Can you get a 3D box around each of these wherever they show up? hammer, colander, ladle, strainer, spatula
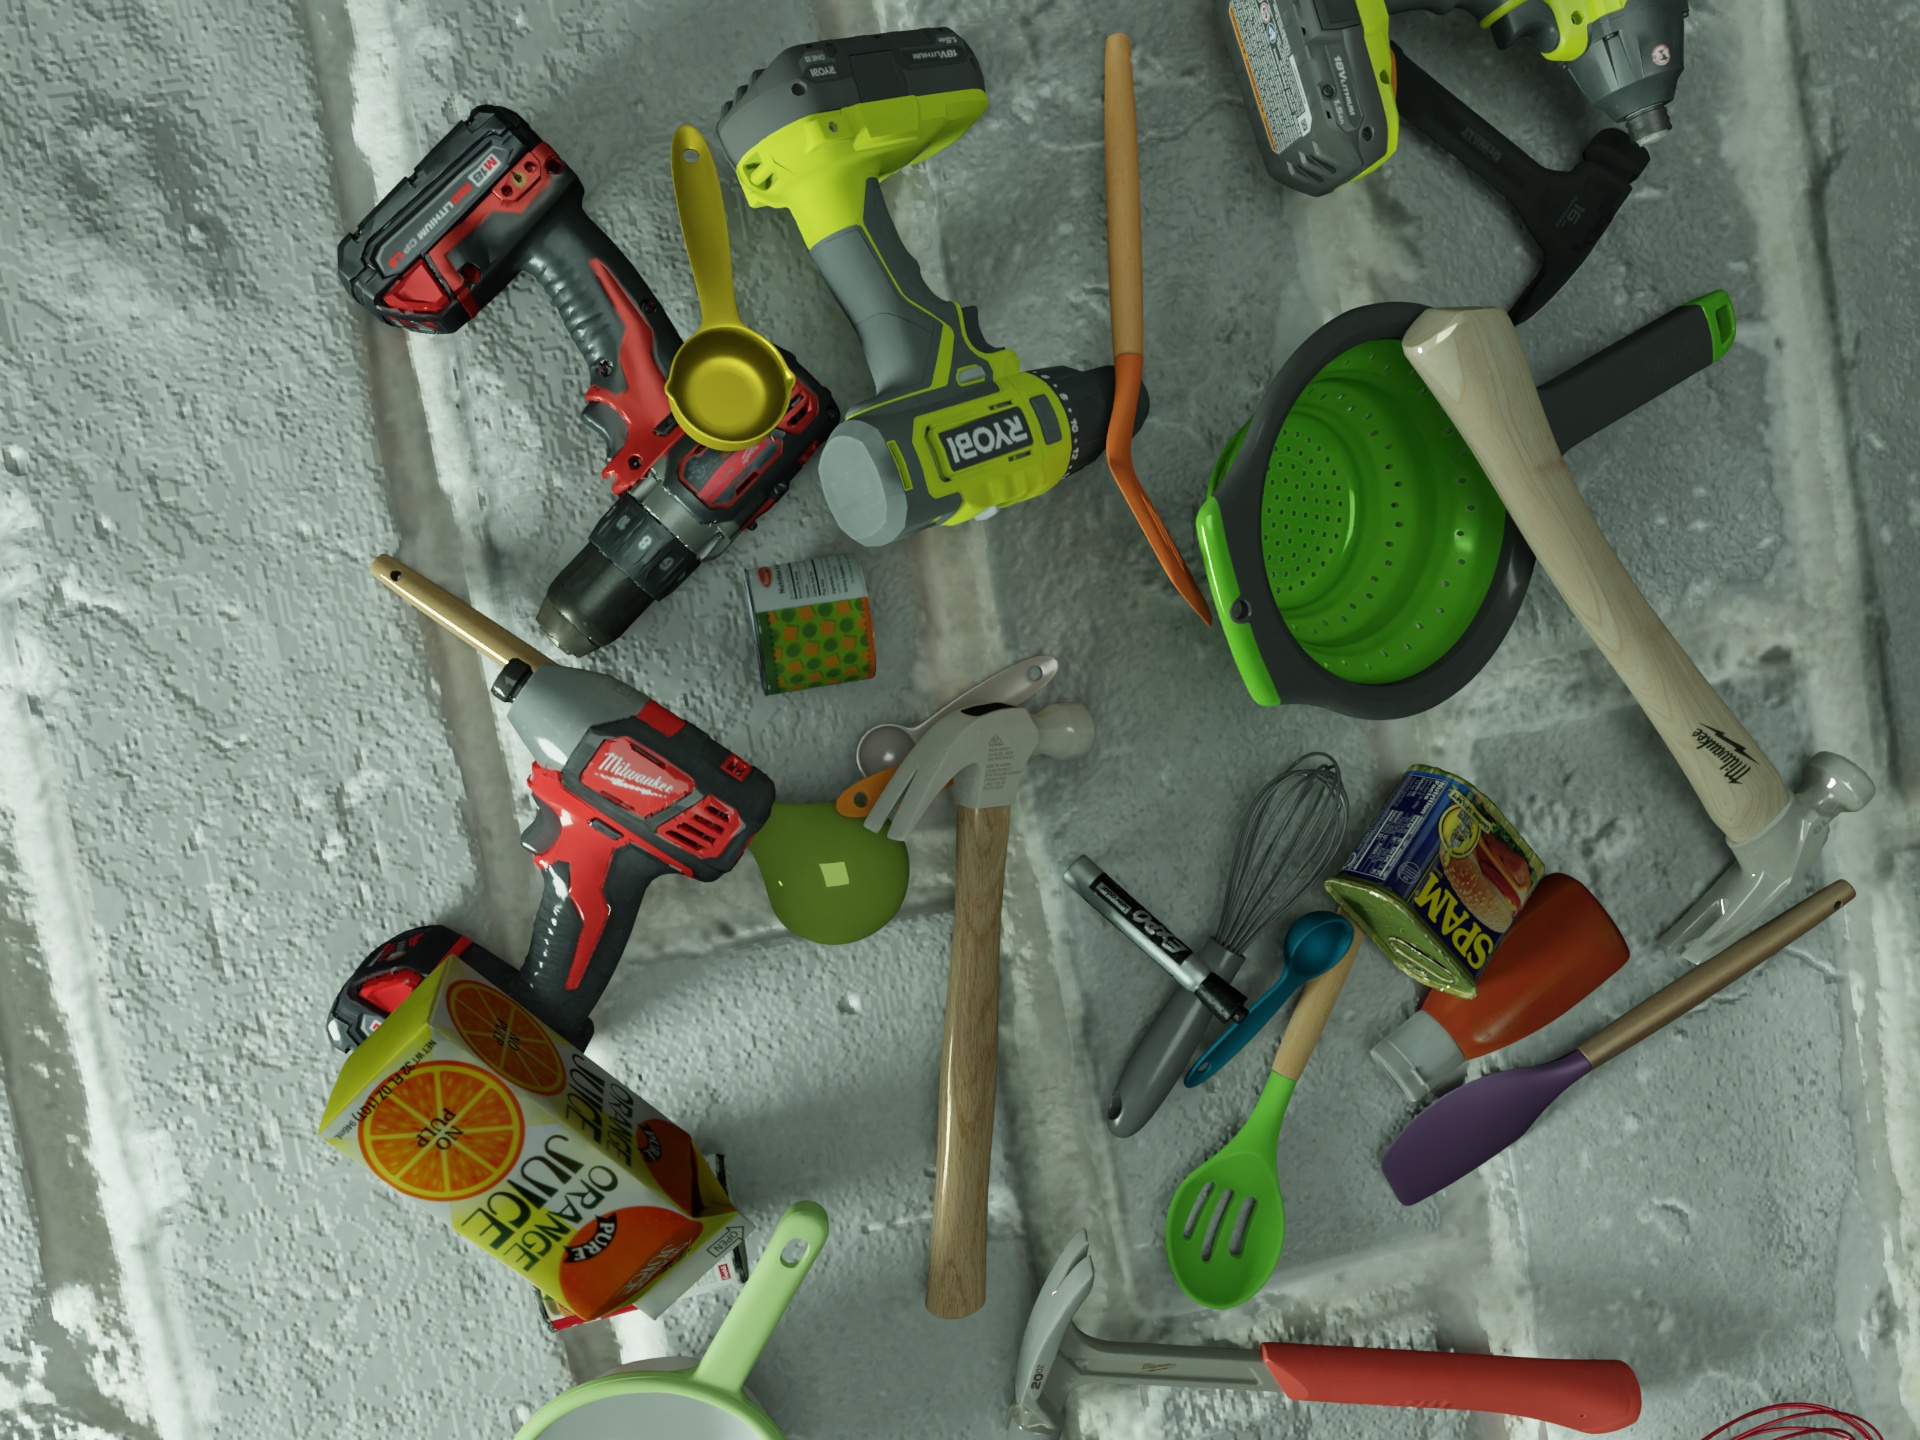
[{"bbox_3d":[0.004,0.156,0.835,0.130,0.031,0.331,-4,101,-40],"label":"hammer"},{"bbox_3d":[0.207,-0.351,0.851,0.336,0.034,0.127,35,87,-8],"label":"hammer"},{"bbox_3d":[0.260,-0.144,0.850,0.397,0.094,0.204,-30,111,-23],"label":"colander"},{"bbox_3d":[-0.165,0.010,0.823,0.320,0.062,0.078,34,85,-2],"label":"ladle"},{"bbox_3d":[0.341,-0.043,0.830,0.146,0.038,0.410,-45,114,-3],"label":"hammer"},{"bbox_3d":[-0.132,0.335,0.810,0.151,0.069,0.256,26,103,-12],"label":"strainer"},{"bbox_3d":[0.376,0.177,0.906,0.316,0.018,0.059,-31,114,-3],"label":"spatula"},{"bbox_3d":[0.093,-0.205,0.801,0.041,0.081,0.323,-6,75,21],"label":"spatula"},{"bbox_3d":[0.210,0.352,0.872,0.359,0.037,0.149,8,120,-12],"label":"hammer"}]

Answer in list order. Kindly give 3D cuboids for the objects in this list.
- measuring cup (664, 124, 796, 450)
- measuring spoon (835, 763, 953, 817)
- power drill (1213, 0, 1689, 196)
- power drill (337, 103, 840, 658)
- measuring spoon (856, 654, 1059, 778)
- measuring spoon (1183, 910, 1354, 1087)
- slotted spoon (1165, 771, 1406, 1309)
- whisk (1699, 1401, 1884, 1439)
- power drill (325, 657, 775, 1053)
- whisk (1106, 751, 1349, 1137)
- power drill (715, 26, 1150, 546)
[{"bbox_3d":[-0.119,-0.204,0.756,0.062,0.029,0.156,-9,85,-16],"label":"measuring cup"},{"bbox_3d":[-0.016,0.028,0.833,0.117,0.011,0.021,-19,93,-29],"label":"measuring spoon"},{"bbox_3d":[0.256,-0.355,0.804,0.223,0.080,0.171,-20,94,-11],"label":"power drill"},{"bbox_3d":[-0.197,-0.161,0.787,0.226,0.080,0.188,44,87,-11],"label":"power drill"},{"bbox_3d":[-0.001,-0.003,0.855,0.124,0.018,0.034,-29,97,-12],"label":"measuring spoon"},{"bbox_3d":[0.162,0.150,0.869,0.128,0.021,0.042,-49,133,11],"label":"measuring spoon"},{"bbox_3d":[0.192,0.174,0.884,0.070,0.031,0.314,24,88,-9],"label":"slotted spoon"},{"bbox_3d":[0.392,0.457,0.915,0.296,0.073,0.073,-14,95,-1],"label":"whisk"},{"bbox_3d":[-0.204,0.080,0.773,0.143,0.078,0.219,34,102,-8],"label":"power drill"},{"bbox_3d":[0.142,0.123,0.866,0.055,0.055,0.239,29,94,-9],"label":"whisk"},{"bbox_3d":[-0.008,-0.215,0.791,0.190,0.080,0.228,-24,95,-34],"label":"power drill"}]
